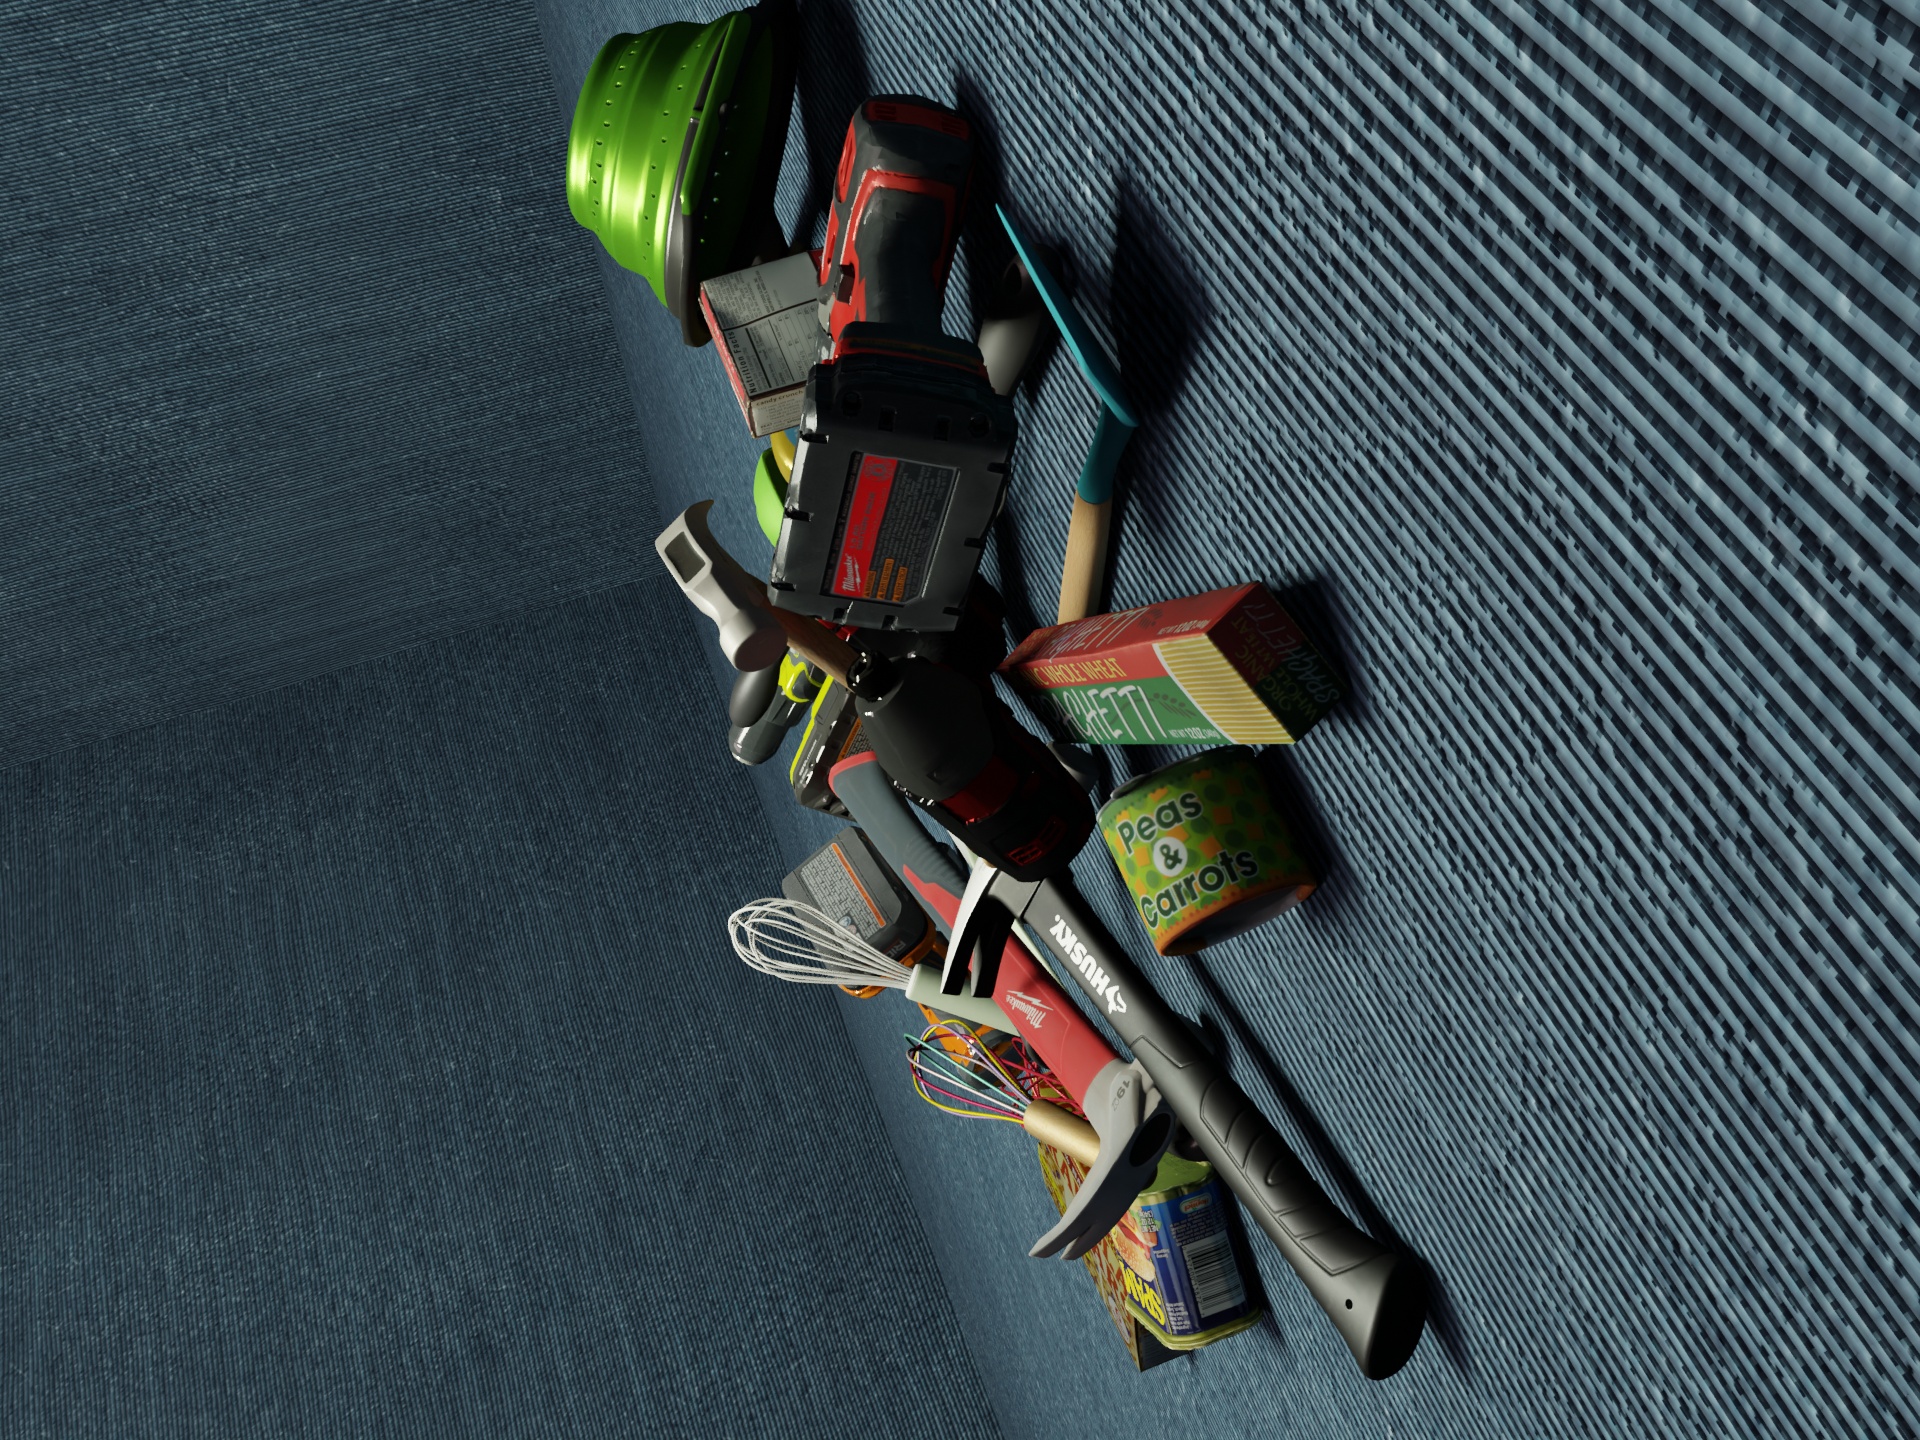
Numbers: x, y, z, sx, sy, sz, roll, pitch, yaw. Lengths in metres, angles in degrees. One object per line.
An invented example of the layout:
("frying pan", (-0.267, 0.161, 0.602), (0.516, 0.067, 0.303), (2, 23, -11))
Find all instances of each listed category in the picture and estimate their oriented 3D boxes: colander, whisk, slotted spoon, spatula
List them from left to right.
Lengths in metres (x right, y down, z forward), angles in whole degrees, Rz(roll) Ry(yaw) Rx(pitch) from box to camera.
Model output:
("colander", (-0.168, -0.331, 1.001), (0.397, 0.094, 0.204), (-114, 42, -88))
("slotted spoon", (-0.108, -0.213, 1.017), (0.070, 0.031, 0.314), (58, -158, -45))
("whisk", (-0.109, -0.096, 1.095), (0.284, 0.070, 0.070), (-60, 43, 37))
("whisk", (-0.040, 0.174, 1.076), (0.058, 0.246, 0.059), (-72, 1, -45))
("whisk", (0.012, -0.145, 0.741), (0.239, 0.055, 0.055), (118, 132, -68))
("whisk", (0.034, 0.218, 0.919), (0.245, 0.047, 0.051), (9, 134, 59))
("spatula", (0.045, -0.082, 0.685), (0.317, 0.044, 0.082), (90, 159, -60))
("whisk", (0.085, 0.220, 0.925), (0.296, 0.073, 0.073), (161, 91, -73))

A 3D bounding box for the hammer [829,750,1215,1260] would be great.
("hammer", (0.002, 0.135, 0.932), (0.143, 0.038, 0.387), (-62, 36, 13))

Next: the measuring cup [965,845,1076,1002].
("measuring cup", (0.052, 0.122, 0.985), (0.168, 0.038, 0.083), (56, 166, 37))

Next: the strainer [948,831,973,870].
("strainer", (-0.029, 0.039, 1.202), (0.259, 0.050, 0.086), (56, 177, 35))

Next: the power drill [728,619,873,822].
("power drill", (-0.102, -0.019, 1.183), (0.190, 0.080, 0.229), (-62, 30, 13))

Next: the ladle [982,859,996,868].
("ladle", (-0.001, -0.003, 0.923), (0.316, 0.031, 0.069), (-104, 2, -62))

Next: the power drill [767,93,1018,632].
("power drill", (-0.036, -0.139, 0.695), (0.187, 0.080, 0.227), (109, 164, -46))

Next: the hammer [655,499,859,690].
("hammer", (-0.070, -0.037, 0.940), (0.130, 0.031, 0.331), (53, -171, 29))

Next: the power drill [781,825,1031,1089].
("power drill", (-0.041, 0.177, 1.227), (0.226, 0.084, 0.164), (50, -179, -45))

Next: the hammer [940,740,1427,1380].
("hammer", (0.093, 0.157, 0.730), (0.335, 0.035, 0.146), (50, 119, 47))

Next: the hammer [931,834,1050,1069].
("hammer", (-0.002, 0.125, 1.089), (0.149, 0.036, 0.409), (53, 178, -22))

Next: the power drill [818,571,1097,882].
("power drill", (-0.017, -0.024, 0.792), (0.143, 0.078, 0.220), (41, -166, -32))
